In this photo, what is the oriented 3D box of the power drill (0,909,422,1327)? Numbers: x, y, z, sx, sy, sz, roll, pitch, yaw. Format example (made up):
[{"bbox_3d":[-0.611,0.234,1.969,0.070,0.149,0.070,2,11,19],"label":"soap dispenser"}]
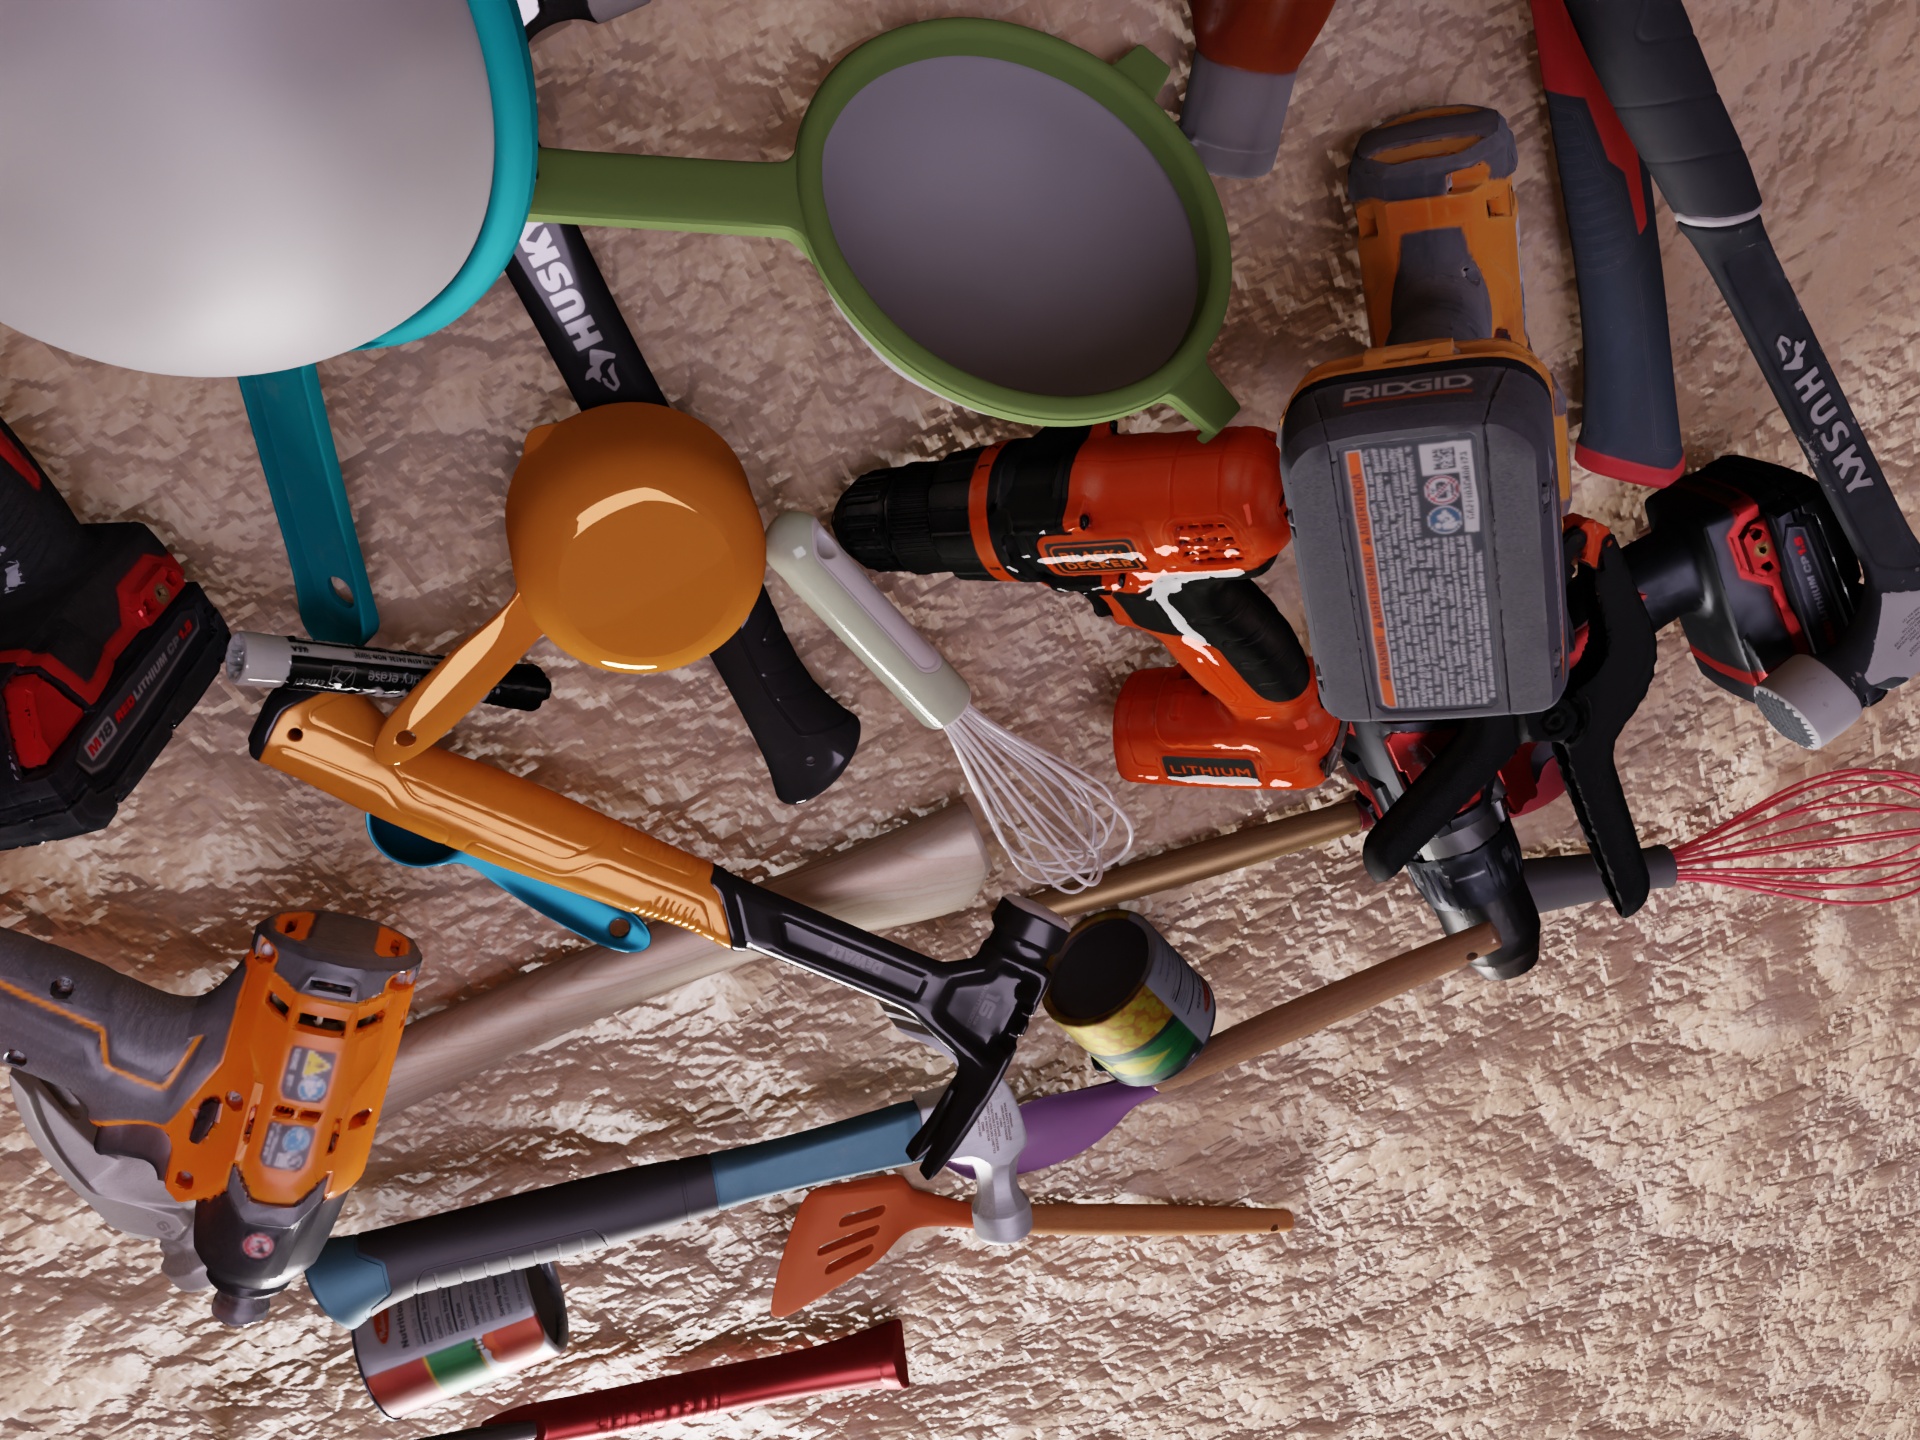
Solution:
[{"bbox_3d":[-0.335,0.138,0.593,0.226,0.084,0.164,15,95,-18],"label":"power drill"}]

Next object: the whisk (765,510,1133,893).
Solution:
[{"bbox_3d":[-0.001,-0.002,0.650,0.059,0.058,0.246,-20,135,25],"label":"whisk"}]

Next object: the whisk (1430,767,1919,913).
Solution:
[{"bbox_3d":[0.389,0.073,0.837,0.296,0.073,0.073,-8,124,-5],"label":"whisk"}]

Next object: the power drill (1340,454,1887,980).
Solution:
[{"bbox_3d":[0.290,0.002,0.721,0.226,0.080,0.187,-27,108,3],"label":"power drill"}]

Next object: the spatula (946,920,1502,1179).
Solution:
[{"bbox_3d":[0.119,0.168,0.782,0.316,0.018,0.059,-31,128,26],"label":"spatula"}]

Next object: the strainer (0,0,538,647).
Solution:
[{"bbox_3d":[-0.227,-0.121,0.445,0.211,0.095,0.340,16,138,9],"label":"strainer"}]

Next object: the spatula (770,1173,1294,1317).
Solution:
[{"bbox_3d":[0.051,0.279,0.868,0.322,0.041,0.081,8,111,-24],"label":"spatula"}]

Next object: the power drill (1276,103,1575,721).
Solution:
[{"bbox_3d":[0.172,-0.092,0.567,0.084,0.226,0.185,-3,128,21],"label":"power drill"}]

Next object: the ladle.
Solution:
[{"bbox_3d":[0.166,0.051,0.768,0.315,0.031,0.069,-16,119,-5],"label":"ladle"}]

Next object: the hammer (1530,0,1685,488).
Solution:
[{"bbox_3d":[0.244,-0.256,0.586,0.143,0.038,0.385,-28,126,-1],"label":"hammer"}]

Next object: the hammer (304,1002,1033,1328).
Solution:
[{"bbox_3d":[-0.128,0.220,0.741,0.331,0.033,0.128,-10,102,-15],"label":"hammer"}]

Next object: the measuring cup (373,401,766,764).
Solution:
[{"bbox_3d":[-0.142,-0.032,0.553,0.173,0.052,0.095,-42,125,7],"label":"measuring cup"}]

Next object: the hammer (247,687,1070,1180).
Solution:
[{"bbox_3d":[-0.120,0.074,0.643,0.336,0.034,0.127,27,90,-20],"label":"hammer"}]

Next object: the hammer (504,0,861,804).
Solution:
[{"bbox_3d":[-0.119,-0.096,0.575,0.146,0.035,0.334,-25,126,-2],"label":"hammer"}]

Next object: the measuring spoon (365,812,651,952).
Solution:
[{"bbox_3d":[-0.182,0.059,0.651,0.128,0.021,0.042,35,88,-22],"label":"measuring spoon"}]

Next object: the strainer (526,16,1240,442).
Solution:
[{"bbox_3d":[-0.039,-0.152,0.519,0.256,0.152,0.069,-2,162,-19],"label":"strainer"}]

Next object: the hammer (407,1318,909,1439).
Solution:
[{"bbox_3d":[-0.196,0.360,0.822,0.359,0.037,0.149,0,162,-27],"label":"hammer"}]

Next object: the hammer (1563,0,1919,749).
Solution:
[{"bbox_3d":[0.286,-0.171,0.574,0.149,0.036,0.408,-40,116,4],"label":"hammer"}]

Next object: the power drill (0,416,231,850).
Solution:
[{"bbox_3d":[-0.318,-0.071,0.460,0.078,0.143,0.219,-7,128,11],"label":"power drill"}]

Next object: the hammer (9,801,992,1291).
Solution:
[{"bbox_3d":[-0.185,0.118,0.692,0.410,0.038,0.146,-22,124,-4],"label":"hammer"}]
